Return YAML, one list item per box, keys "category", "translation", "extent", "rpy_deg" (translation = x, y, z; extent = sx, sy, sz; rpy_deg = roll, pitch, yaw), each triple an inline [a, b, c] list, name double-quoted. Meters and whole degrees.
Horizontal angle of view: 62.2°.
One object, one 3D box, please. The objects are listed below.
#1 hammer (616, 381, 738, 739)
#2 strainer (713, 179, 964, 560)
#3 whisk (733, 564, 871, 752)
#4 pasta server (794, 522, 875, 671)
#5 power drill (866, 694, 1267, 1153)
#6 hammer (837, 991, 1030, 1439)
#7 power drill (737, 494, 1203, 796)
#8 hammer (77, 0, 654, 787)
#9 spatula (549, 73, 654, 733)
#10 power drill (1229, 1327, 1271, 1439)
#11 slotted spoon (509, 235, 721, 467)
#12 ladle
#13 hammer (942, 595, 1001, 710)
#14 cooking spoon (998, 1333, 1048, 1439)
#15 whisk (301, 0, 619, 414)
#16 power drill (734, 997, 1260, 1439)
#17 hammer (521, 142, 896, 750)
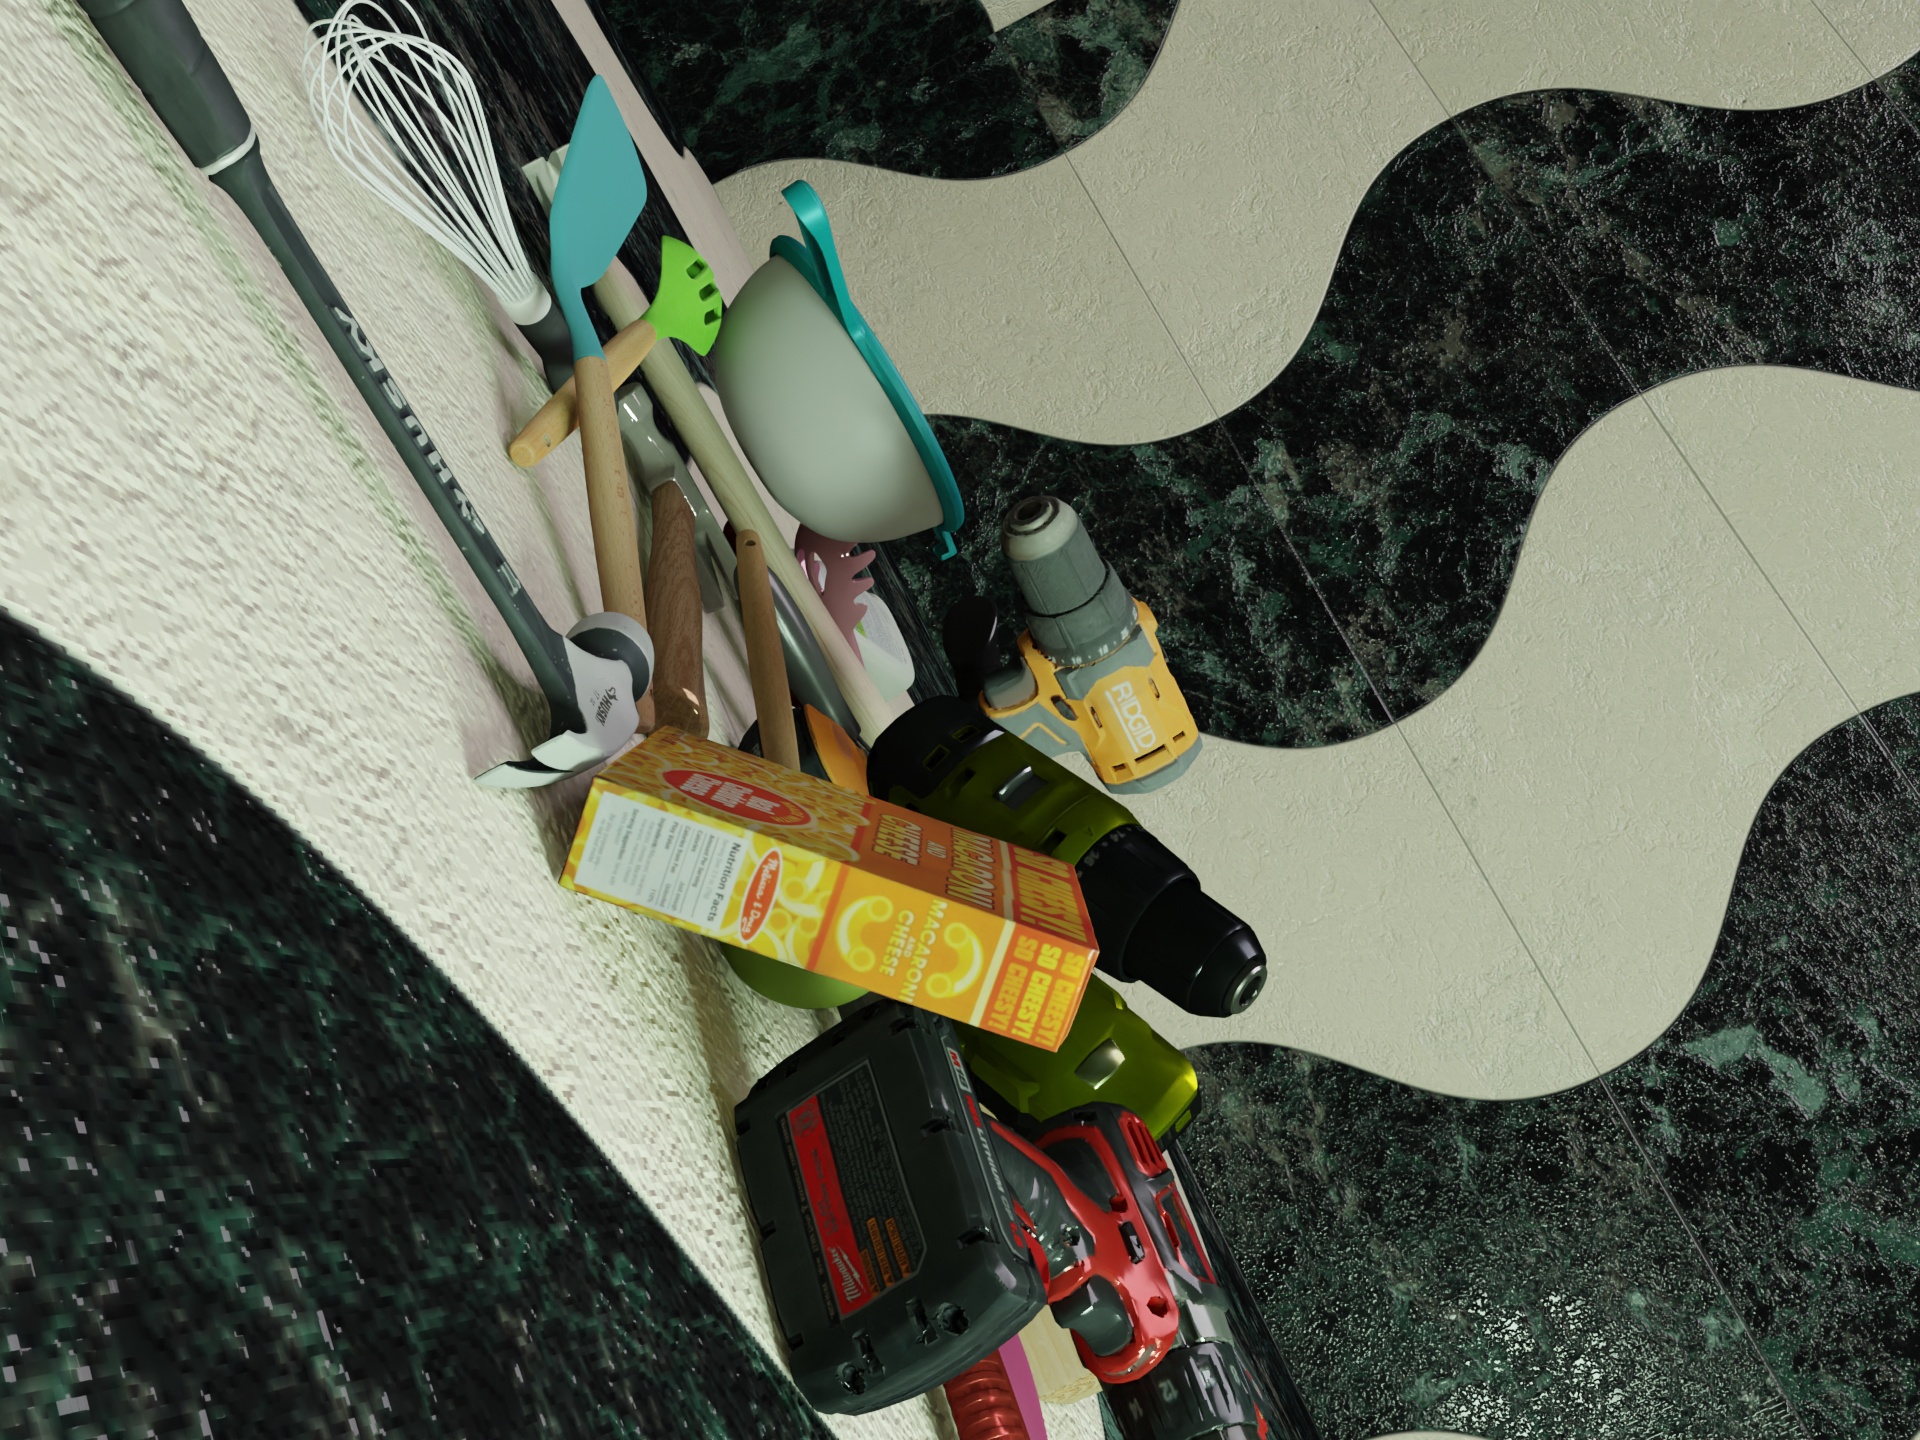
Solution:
- category: "hammer"
  translation: [-0.147, -0.071, 0.822]
  extent: [0.130, 0.031, 0.332]
  rpy_deg: [61, 5, -29]
- category: "strainer"
  translation: [-0.096, -0.200, 0.932]
  extent: [0.211, 0.095, 0.340]
  rpy_deg: [56, -4, 12]
- category: "whisk"
  translation: [-0.070, 0.009, 0.909]
  extent: [0.055, 0.055, 0.238]
  rpy_deg: [-110, 174, -62]
- category: "pasta server"
  translation: [-0.065, -0.019, 1.166]
  extent: [0.060, 0.040, 0.315]
  rpy_deg: [20, -40, 38]
- category: "power drill"
  translation: [0.051, 0.112, 0.711]
  extent: [0.191, 0.080, 0.228]
  rpy_deg: [34, -30, 32]
- category: "hammer"
  translation: [-0.003, 0.232, 0.641]
  extent: [0.149, 0.036, 0.360]
  rpy_deg: [59, 5, -49]
- category: "power drill"
  translation: [-0.001, -0.003, 0.825]
  extent: [0.185, 0.226, 0.084]
  rpy_deg: [60, 5, -39]
- category: "hammer"
  translation: [-0.212, -0.154, 0.477]
  extent: [0.408, 0.036, 0.149]
  rpy_deg: [61, 5, -20]
- category: "spatula"
  translation: [-0.153, -0.141, 0.713]
  extent: [0.082, 0.044, 0.318]
  rpy_deg: [76, 2, -67]
- category: "power drill"
  translation: [0.153, 0.459, 0.932]
  extent: [0.143, 0.078, 0.220]
  rpy_deg: [61, 7, -27]
- category: "slotted spoon"
  translation: [-0.170, -0.190, 0.820]
  extent: [0.314, 0.031, 0.070]
  rpy_deg: [-77, 152, -60]
- category: "ladle"
  translation: [-0.082, 0.001, 0.725]
  extent: [0.321, 0.078, 0.062]
  rpy_deg: [-106, -160, -46]
- category: "hammer"
  translation: [0.026, 0.078, 0.978]
  extent: [0.146, 0.035, 0.334]
  rpy_deg: [-64, 152, -55]
- category: "cooking spoon"
  translation: [0.047, 0.349, 0.629]
  extent: [0.068, 0.017, 0.319]
  rpy_deg: [60, 4, -35]
- category: "whisk"
  translation: [-0.217, -0.215, 0.737]
  extent: [0.284, 0.070, 0.070]
  rpy_deg: [67, -2, -66]
- category: "power drill"
  translation: [0.033, 0.207, 0.560]
  extent: [0.226, 0.080, 0.188]
  rpy_deg: [38, 23, -47]
- category: "hammer"
  translation: [-0.147, -0.155, 0.973]
  extent: [0.410, 0.038, 0.146]
  rpy_deg: [59, -7, 2]
